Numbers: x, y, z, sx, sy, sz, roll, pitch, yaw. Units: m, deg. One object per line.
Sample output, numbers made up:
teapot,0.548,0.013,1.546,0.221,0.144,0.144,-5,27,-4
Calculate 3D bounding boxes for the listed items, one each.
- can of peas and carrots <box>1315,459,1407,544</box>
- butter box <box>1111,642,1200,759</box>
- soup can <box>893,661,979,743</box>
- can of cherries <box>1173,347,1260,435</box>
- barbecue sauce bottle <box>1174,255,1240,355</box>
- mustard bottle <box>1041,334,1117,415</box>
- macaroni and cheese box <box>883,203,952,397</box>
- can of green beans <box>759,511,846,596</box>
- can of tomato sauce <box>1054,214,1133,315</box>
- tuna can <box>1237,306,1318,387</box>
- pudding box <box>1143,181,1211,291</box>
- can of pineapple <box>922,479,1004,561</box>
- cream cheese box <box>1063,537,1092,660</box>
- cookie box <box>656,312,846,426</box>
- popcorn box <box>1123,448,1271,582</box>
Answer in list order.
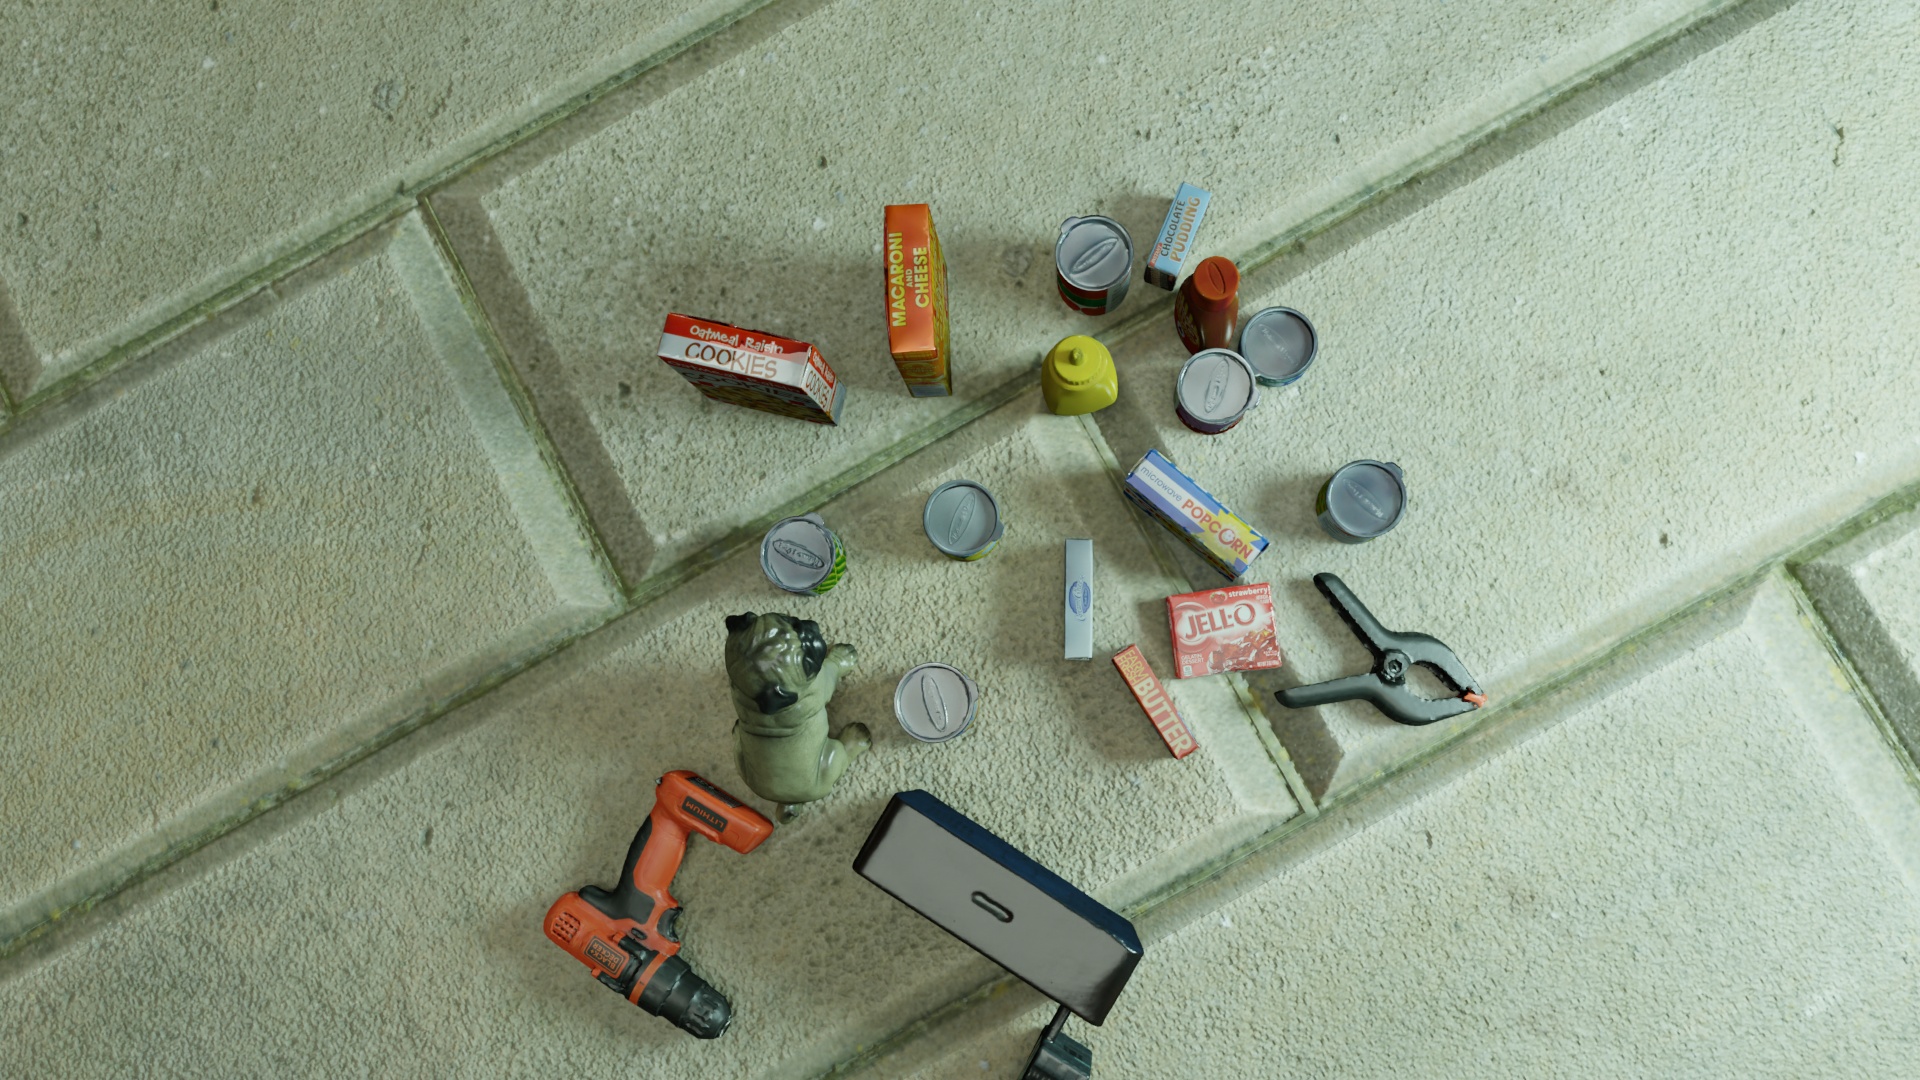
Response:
can of peas and carrots,0.341,-0.034,1.179,0.071,0.058,0.071,-1,83,5
butter box,0.164,0.136,1.175,0.024,0.053,0.103,-32,82,1
soup can,-0.016,0.136,1.174,0.071,0.083,0.071,-1,83,5
can of cherries,0.221,-0.126,1.201,0.071,0.058,0.071,-1,83,5
barbecue sauce bottle,0.208,-0.199,1.165,0.044,0.148,0.065,-21,82,2
mustard bottle,0.099,-0.141,1.161,0.065,0.160,0.049,-12,83,3
macaroni and cheese box,-0.035,-0.198,1.176,0.040,0.166,0.124,-3,83,4
can of green beans,-0.136,0.015,1.212,0.071,0.058,0.071,-1,83,5
can of tomato sauce,0.115,-0.239,1.211,0.071,0.083,0.071,-1,83,5
tuna can,0.275,-0.167,1.214,0.071,0.033,0.071,-1,83,5
pudding box,0.191,-0.268,1.225,0.030,0.049,0.084,23,85,7
can of pineapple,0.004,-0.015,1.205,0.071,0.058,0.071,-1,83,5
cream cheese box,0.101,0.051,1.191,0.024,0.053,0.104,0,83,5
cookie box,-0.172,-0.143,1.180,0.123,0.167,0.040,13,85,6
popcorn box,0.197,-0.020,1.176,0.127,0.085,0.038,40,88,8
